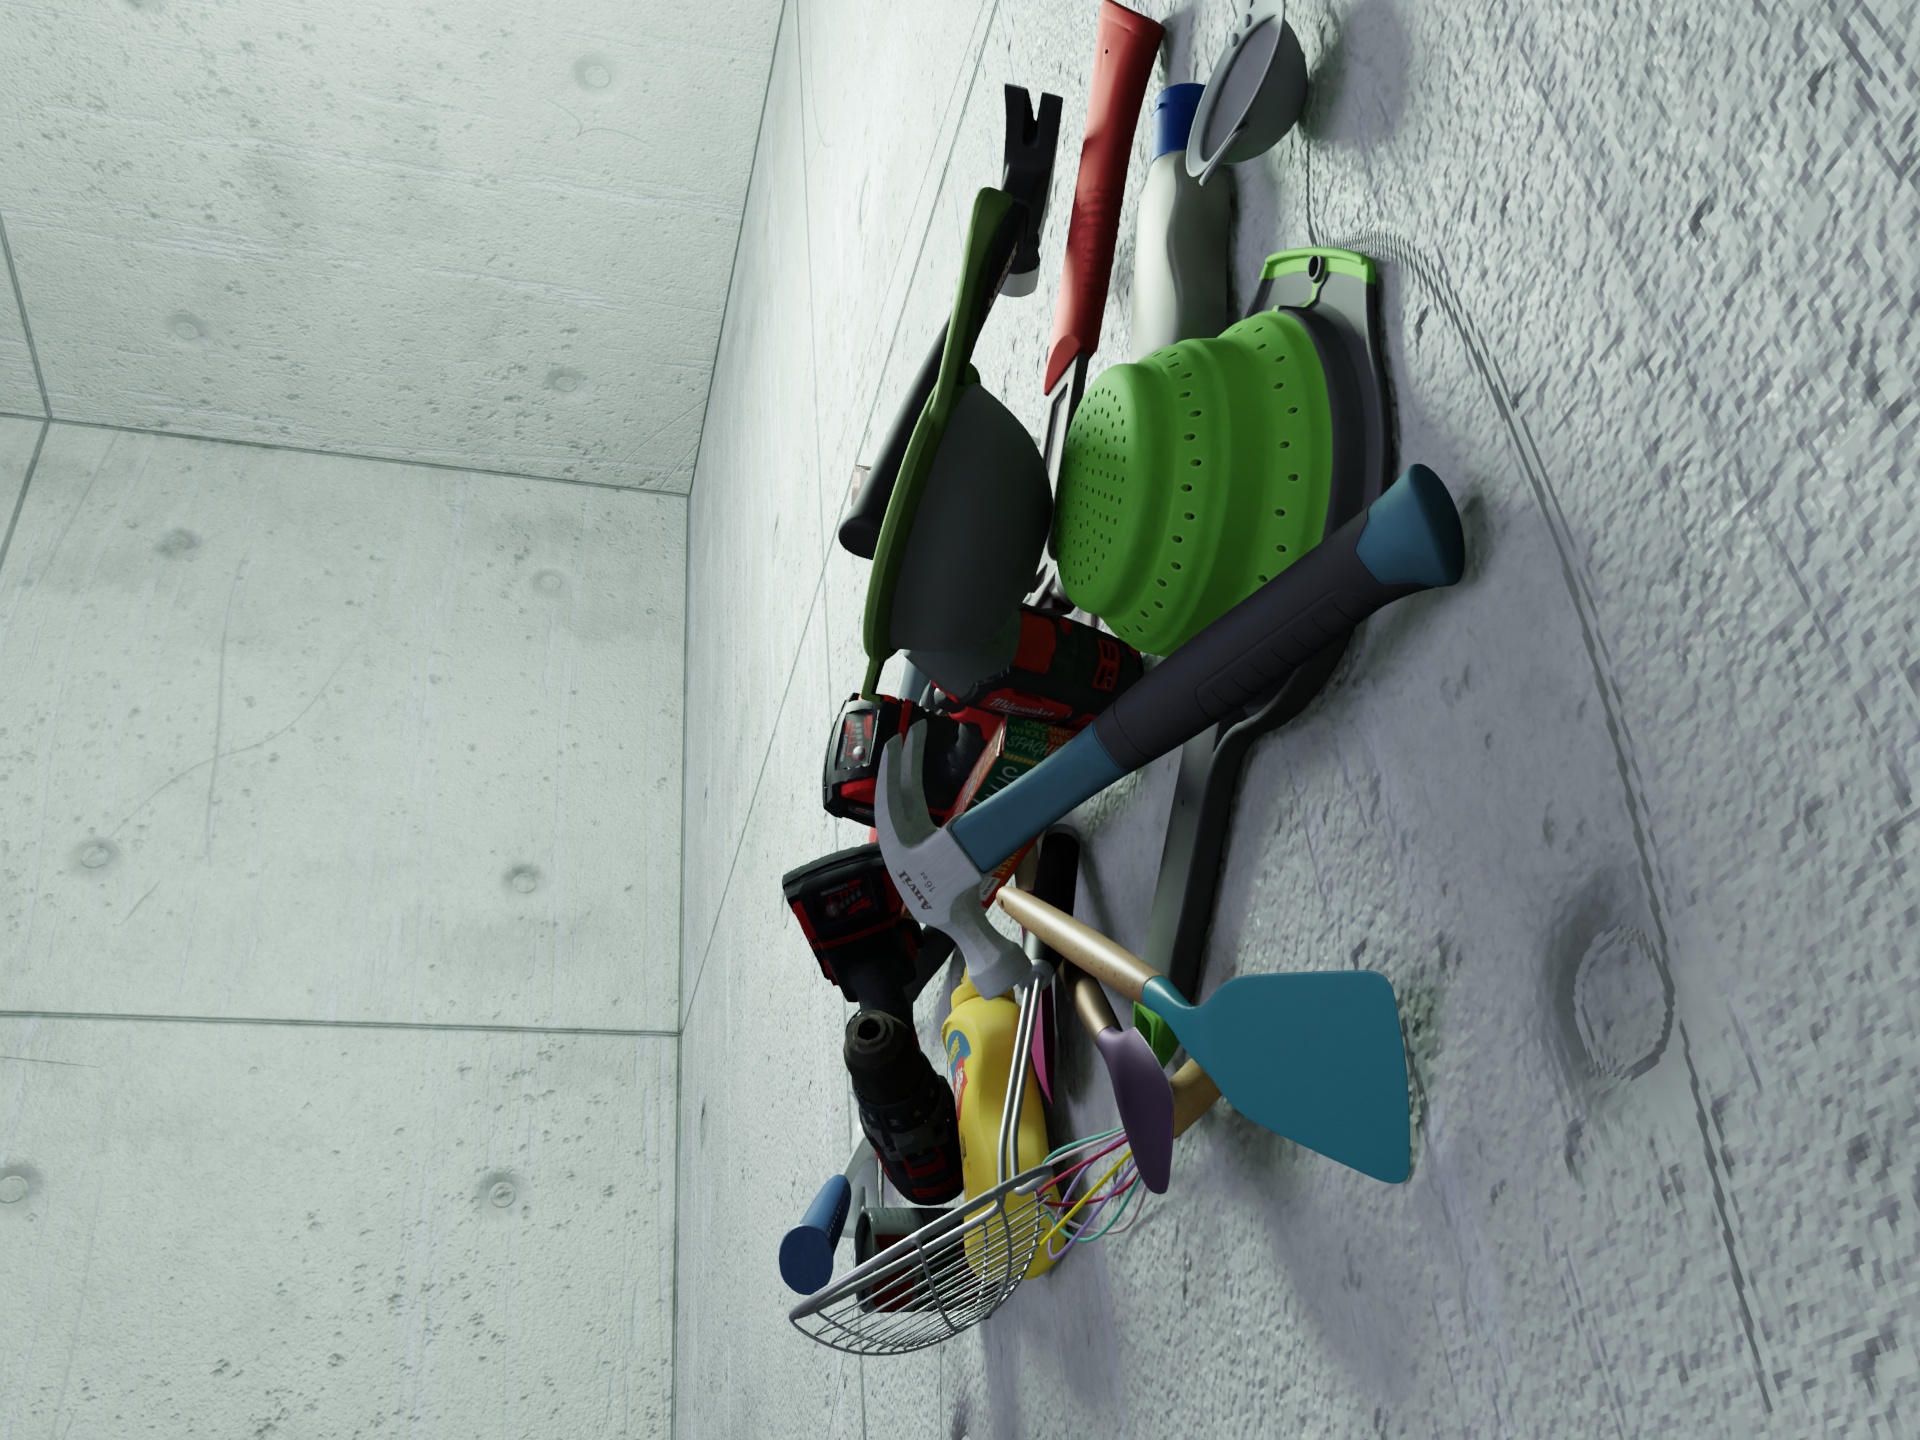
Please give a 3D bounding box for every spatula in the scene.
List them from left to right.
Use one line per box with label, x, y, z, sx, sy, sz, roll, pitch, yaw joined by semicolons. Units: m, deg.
spatula;0.071;0.154;0.796;0.316;0.018;0.060;-120;33;-80
spatula;0.086;0.114;0.710;0.318;0.044;0.082;-159;59;-69

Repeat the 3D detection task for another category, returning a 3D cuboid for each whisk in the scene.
whisk;-0.040;0.210;1.238;0.238;0.055;0.055;119;152;-46
whisk;0.090;0.199;0.770;0.244;0.047;0.051;-61;40;47

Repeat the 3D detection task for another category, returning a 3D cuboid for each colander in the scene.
colander;0.089;-0.021;0.733;0.205;0.094;0.397;-131;48;-69

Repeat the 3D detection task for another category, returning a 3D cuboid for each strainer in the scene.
strainer;0.016;-0.124;0.729;0.256;0.069;0.152;105;-174;-51
strainer;0.139;-0.351;0.762;0.087;0.050;0.259;136;143;-59

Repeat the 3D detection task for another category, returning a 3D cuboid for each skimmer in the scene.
skimmer;0.008;0.154;0.793;0.127;0.090;0.364;-43;18;32

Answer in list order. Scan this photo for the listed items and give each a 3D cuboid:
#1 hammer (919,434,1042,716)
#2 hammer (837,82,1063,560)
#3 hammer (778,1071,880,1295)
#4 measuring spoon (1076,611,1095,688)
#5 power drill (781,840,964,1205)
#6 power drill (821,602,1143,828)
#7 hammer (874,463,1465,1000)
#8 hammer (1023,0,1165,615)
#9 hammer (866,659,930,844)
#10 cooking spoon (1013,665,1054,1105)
hammer;-0.014;-0.034;1.152;0.149;0.036;0.408;-51;-19;-41
hammer;-0.001;-0.213;0.876;0.146;0.035;0.335;98;-170;-52
hammer;-0.087;0.349;1.164;0.405;0.035;0.144;65;-154;-85
measuring spoon;0.070;-0.062;0.958;0.034;0.018;0.124;-155;70;-74
power drill;-0.055;0.188;1.054;0.187;0.080;0.227;73;178;-47
power drill;-0.001;-0.003;0.929;0.219;0.143;0.079;134;149;-59
hammer;0.076;0.004;0.670;0.128;0.033;0.331;53;130;2
hammer;0.065;-0.238;0.928;0.149;0.036;0.359;4;84;60
hammer;-0.057;0.038;1.357;0.143;0.038;0.386;-106;26;-57
cooking spoon;0.041;0.089;0.997;0.068;0.017;0.319;75;-172;-51
